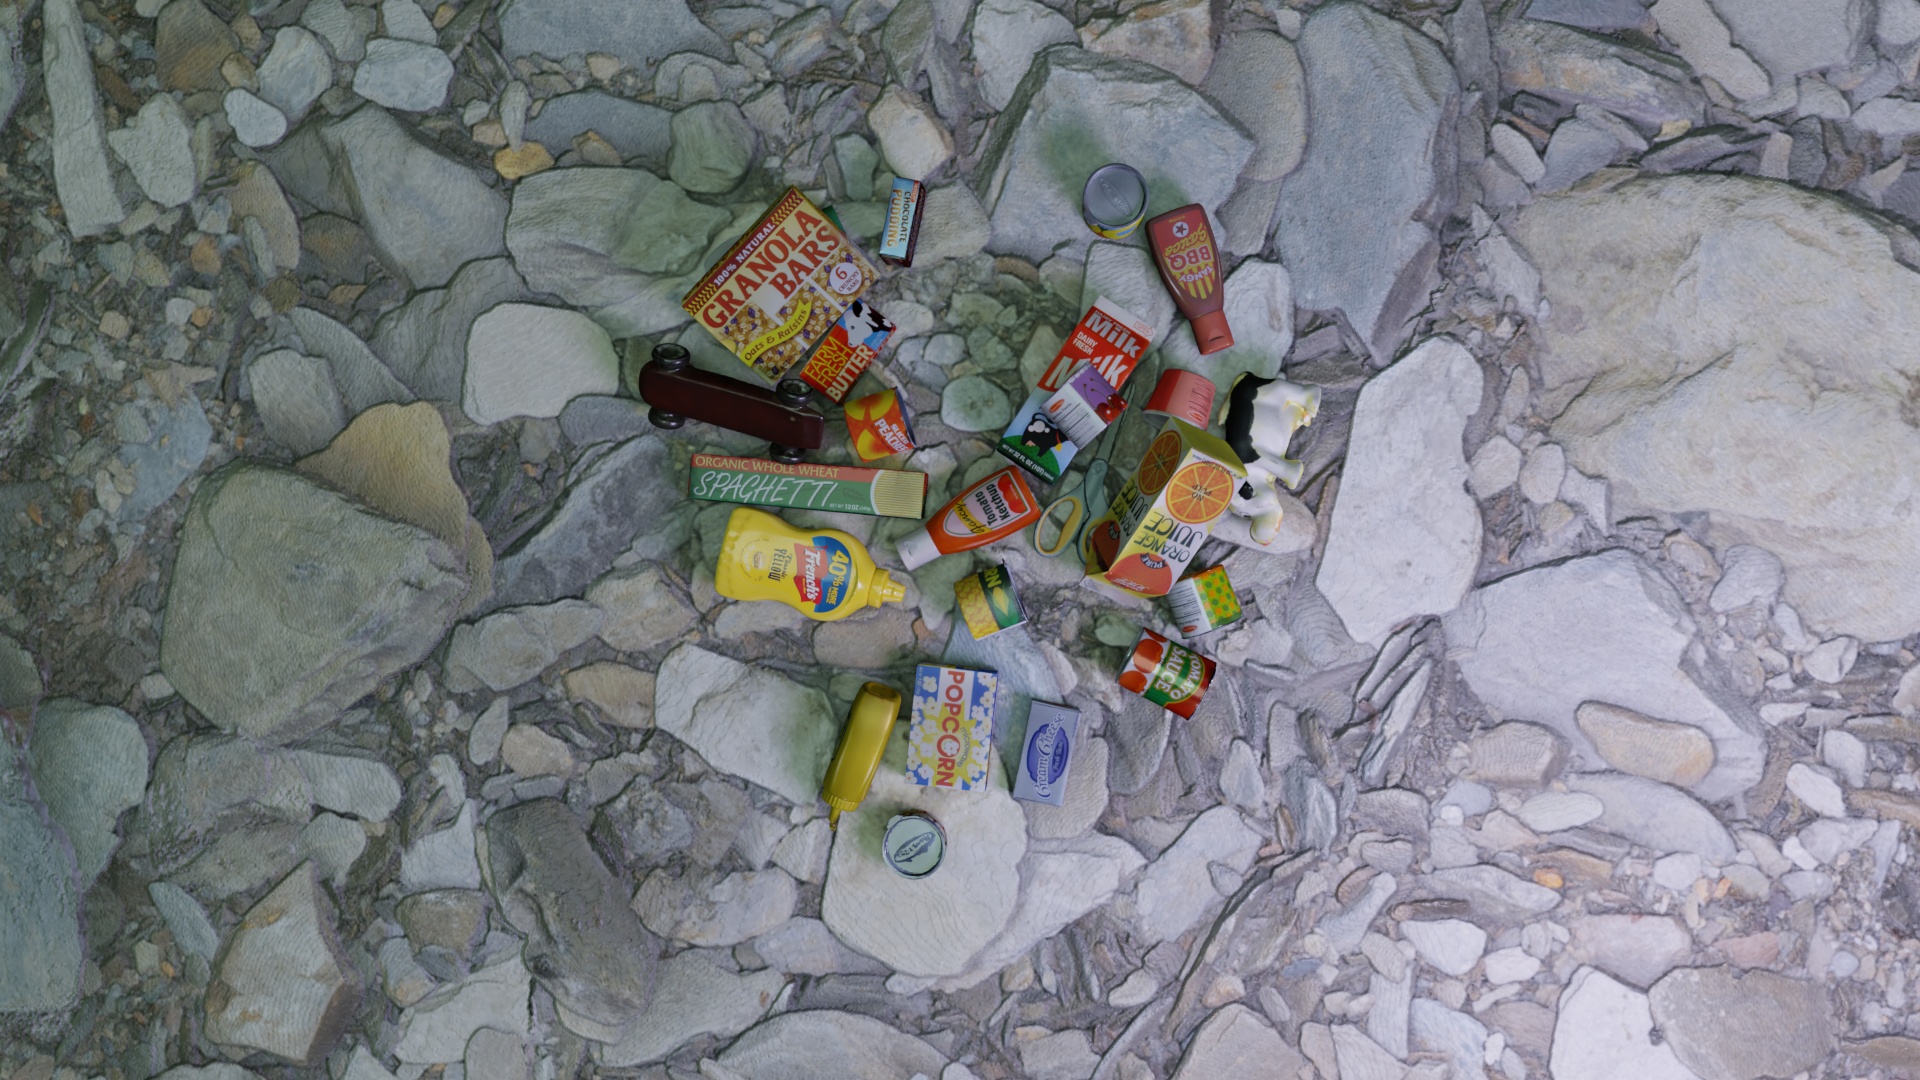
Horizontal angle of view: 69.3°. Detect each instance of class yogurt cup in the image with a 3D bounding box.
[{"bbox_3d":[0.224,-0.140,1.409,0.072,0.072,0.054,20,84,3],"label":"yogurt cup"}]

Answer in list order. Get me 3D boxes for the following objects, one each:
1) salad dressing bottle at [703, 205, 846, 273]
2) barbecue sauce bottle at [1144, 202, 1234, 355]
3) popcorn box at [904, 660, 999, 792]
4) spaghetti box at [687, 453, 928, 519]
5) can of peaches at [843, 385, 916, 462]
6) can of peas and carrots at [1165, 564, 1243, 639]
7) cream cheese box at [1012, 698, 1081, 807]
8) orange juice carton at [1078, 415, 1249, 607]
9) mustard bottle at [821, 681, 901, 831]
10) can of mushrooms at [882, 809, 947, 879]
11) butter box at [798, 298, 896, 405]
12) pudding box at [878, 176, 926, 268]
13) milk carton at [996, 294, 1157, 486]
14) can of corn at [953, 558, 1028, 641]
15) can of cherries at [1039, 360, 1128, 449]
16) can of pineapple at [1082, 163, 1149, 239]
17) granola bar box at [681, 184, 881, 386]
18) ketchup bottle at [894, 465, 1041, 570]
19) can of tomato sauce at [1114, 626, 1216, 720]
[{"bbox_3d":[-0.192,-0.300,1.442,0.148,0.044,0.064,-25,93,2],"label":"salad dressing bottle"},{"bbox_3d":[0.239,-0.264,1.417,0.065,0.043,0.148,-18,90,2],"label":"barbecue sauce bottle"},{"bbox_3d":[-0.009,0.192,1.436,0.085,0.038,0.126,6,91,3],"label":"popcorn box"},{"bbox_3d":[-0.160,-0.057,1.449,0.250,0.028,0.050,5,90,3],"label":"spaghetti box"},{"bbox_3d":[-0.082,-0.117,1.423,0.058,0.071,0.071,-17,90,4],"label":"can of peaches"},{"bbox_3d":[0.247,0.061,1.409,0.071,0.071,0.058,-21,89,3],"label":"can of peas and carrots"},{"bbox_3d":[0.089,0.220,1.438,0.053,0.024,0.103,11,91,4],"label":"cream cheese box"},{"bbox_3d":[0.196,-0.018,1.382,0.072,0.073,0.192,23,113,-22],"label":"orange juice carton"},{"bbox_3d":[-0.109,0.227,1.431,0.049,0.065,0.160,21,95,-1],"label":"mustard bottle"},{"bbox_3d":[-0.048,0.313,1.442,0.071,0.033,0.071,0,91,4],"label":"can of mushrooms"},{"bbox_3d":[-0.118,-0.197,1.448,0.053,0.024,0.103,36,92,3],"label":"butter box"},{"bbox_3d":[-0.060,-0.327,1.431,0.030,0.049,0.083,12,91,5],"label":"pudding box"},{"bbox_3d":[0.118,-0.152,1.410,0.072,0.073,0.190,33,92,2],"label":"milk carton"},{"bbox_3d":[0.030,0.061,1.419,0.058,0.071,0.071,-22,89,4],"label":"can of corn"},{"bbox_3d":[0.121,-0.131,1.340,0.071,0.071,0.058,-44,91,3],"label":"can of cherries"},{"bbox_3d":[0.155,-0.344,1.414,0.071,0.058,0.071,0,90,4],"label":"can of pineapple"},{"bbox_3d":[-0.182,-0.258,1.412,0.165,0.039,0.124,-44,112,9],"label":"granola bar box"},{"bbox_3d":[0.005,-0.018,1.432,0.149,0.043,0.065,-28,78,4],"label":"ketchup bottle"},{"bbox_3d":[0.208,0.134,1.408,0.083,0.071,0.071,27,92,3],"label":"can of tomato sauce"}]
